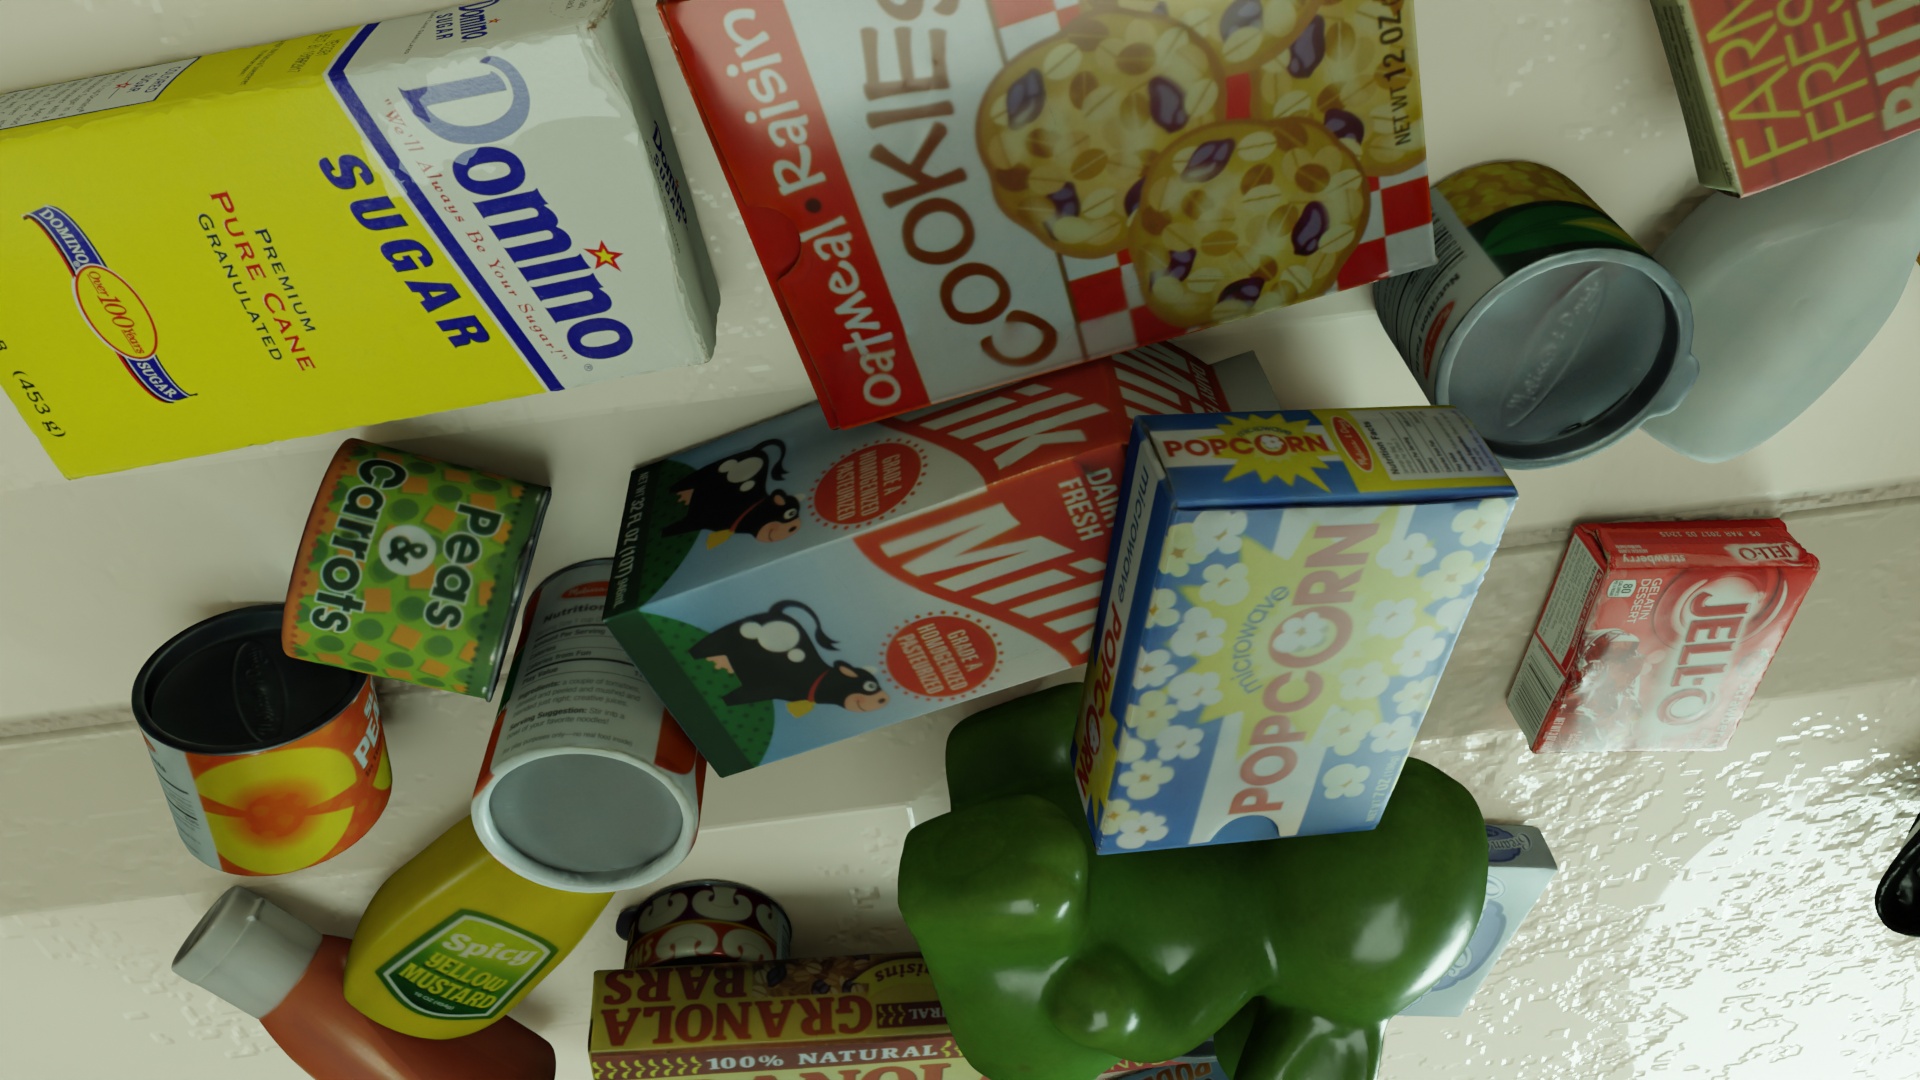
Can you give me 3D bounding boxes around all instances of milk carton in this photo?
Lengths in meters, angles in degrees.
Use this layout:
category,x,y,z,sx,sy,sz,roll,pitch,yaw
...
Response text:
category,x,y,z,sx,sy,sz,roll,pitch,yaw
milk carton,0.001,-0.005,0.403,0.190,0.073,0.073,-19,128,10

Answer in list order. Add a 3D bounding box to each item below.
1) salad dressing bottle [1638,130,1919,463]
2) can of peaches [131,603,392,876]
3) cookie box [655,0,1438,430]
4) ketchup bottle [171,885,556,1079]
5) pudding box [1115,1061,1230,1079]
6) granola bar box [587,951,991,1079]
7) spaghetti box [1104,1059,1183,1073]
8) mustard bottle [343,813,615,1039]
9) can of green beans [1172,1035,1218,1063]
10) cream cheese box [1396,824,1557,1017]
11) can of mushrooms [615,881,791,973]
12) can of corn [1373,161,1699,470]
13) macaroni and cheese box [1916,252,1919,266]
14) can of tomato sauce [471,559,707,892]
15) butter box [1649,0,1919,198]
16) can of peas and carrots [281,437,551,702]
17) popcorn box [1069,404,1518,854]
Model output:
category,x,y,z,sx,sy,sz,roll,pitch,yaw
salad dressing bottle,0.238,-0.090,0.376,0.064,0.044,0.147,21,122,-17
can of peaches,-0.217,0.063,0.442,0.071,0.071,0.057,3,127,-7
cookie box,0.027,-0.106,0.347,0.167,0.040,0.122,-15,127,7
ketchup bottle,-0.230,0.189,0.544,0.043,0.065,0.148,-43,111,12
pudding box,0.101,0.272,0.653,0.083,0.030,0.049,-24,127,13
granola bar box,-0.055,0.216,0.548,0.166,0.039,0.123,-2,129,-6
spaghetti box,-0.010,0.214,0.600,0.250,0.029,0.050,-8,129,2
mustard bottle,-0.161,0.124,0.505,0.065,0.049,0.159,34,118,-28
can of green beans,0.094,0.162,0.550,0.071,0.058,0.071,-2,128,-3
cream cheese box,0.200,0.158,0.577,0.053,0.024,0.103,4,127,-10
can of mushrooms,-0.104,0.170,0.555,0.071,0.034,0.070,-2,129,-3
can of corn,0.156,-0.062,0.381,0.071,0.058,0.070,-2,128,-3
macaroni and cheese box,0.370,-0.075,0.400,0.166,0.040,0.123,34,118,-27
can of tomato sauce,-0.111,0.059,0.436,0.071,0.083,0.070,-2,127,-3
butter box,0.191,-0.138,0.326,0.053,0.024,0.103,-22,106,14
can of peas and carrots,-0.156,0.008,0.402,0.059,0.071,0.070,15,125,-15
popcorn box,0.080,0.026,0.364,0.085,0.038,0.126,-3,130,-11
